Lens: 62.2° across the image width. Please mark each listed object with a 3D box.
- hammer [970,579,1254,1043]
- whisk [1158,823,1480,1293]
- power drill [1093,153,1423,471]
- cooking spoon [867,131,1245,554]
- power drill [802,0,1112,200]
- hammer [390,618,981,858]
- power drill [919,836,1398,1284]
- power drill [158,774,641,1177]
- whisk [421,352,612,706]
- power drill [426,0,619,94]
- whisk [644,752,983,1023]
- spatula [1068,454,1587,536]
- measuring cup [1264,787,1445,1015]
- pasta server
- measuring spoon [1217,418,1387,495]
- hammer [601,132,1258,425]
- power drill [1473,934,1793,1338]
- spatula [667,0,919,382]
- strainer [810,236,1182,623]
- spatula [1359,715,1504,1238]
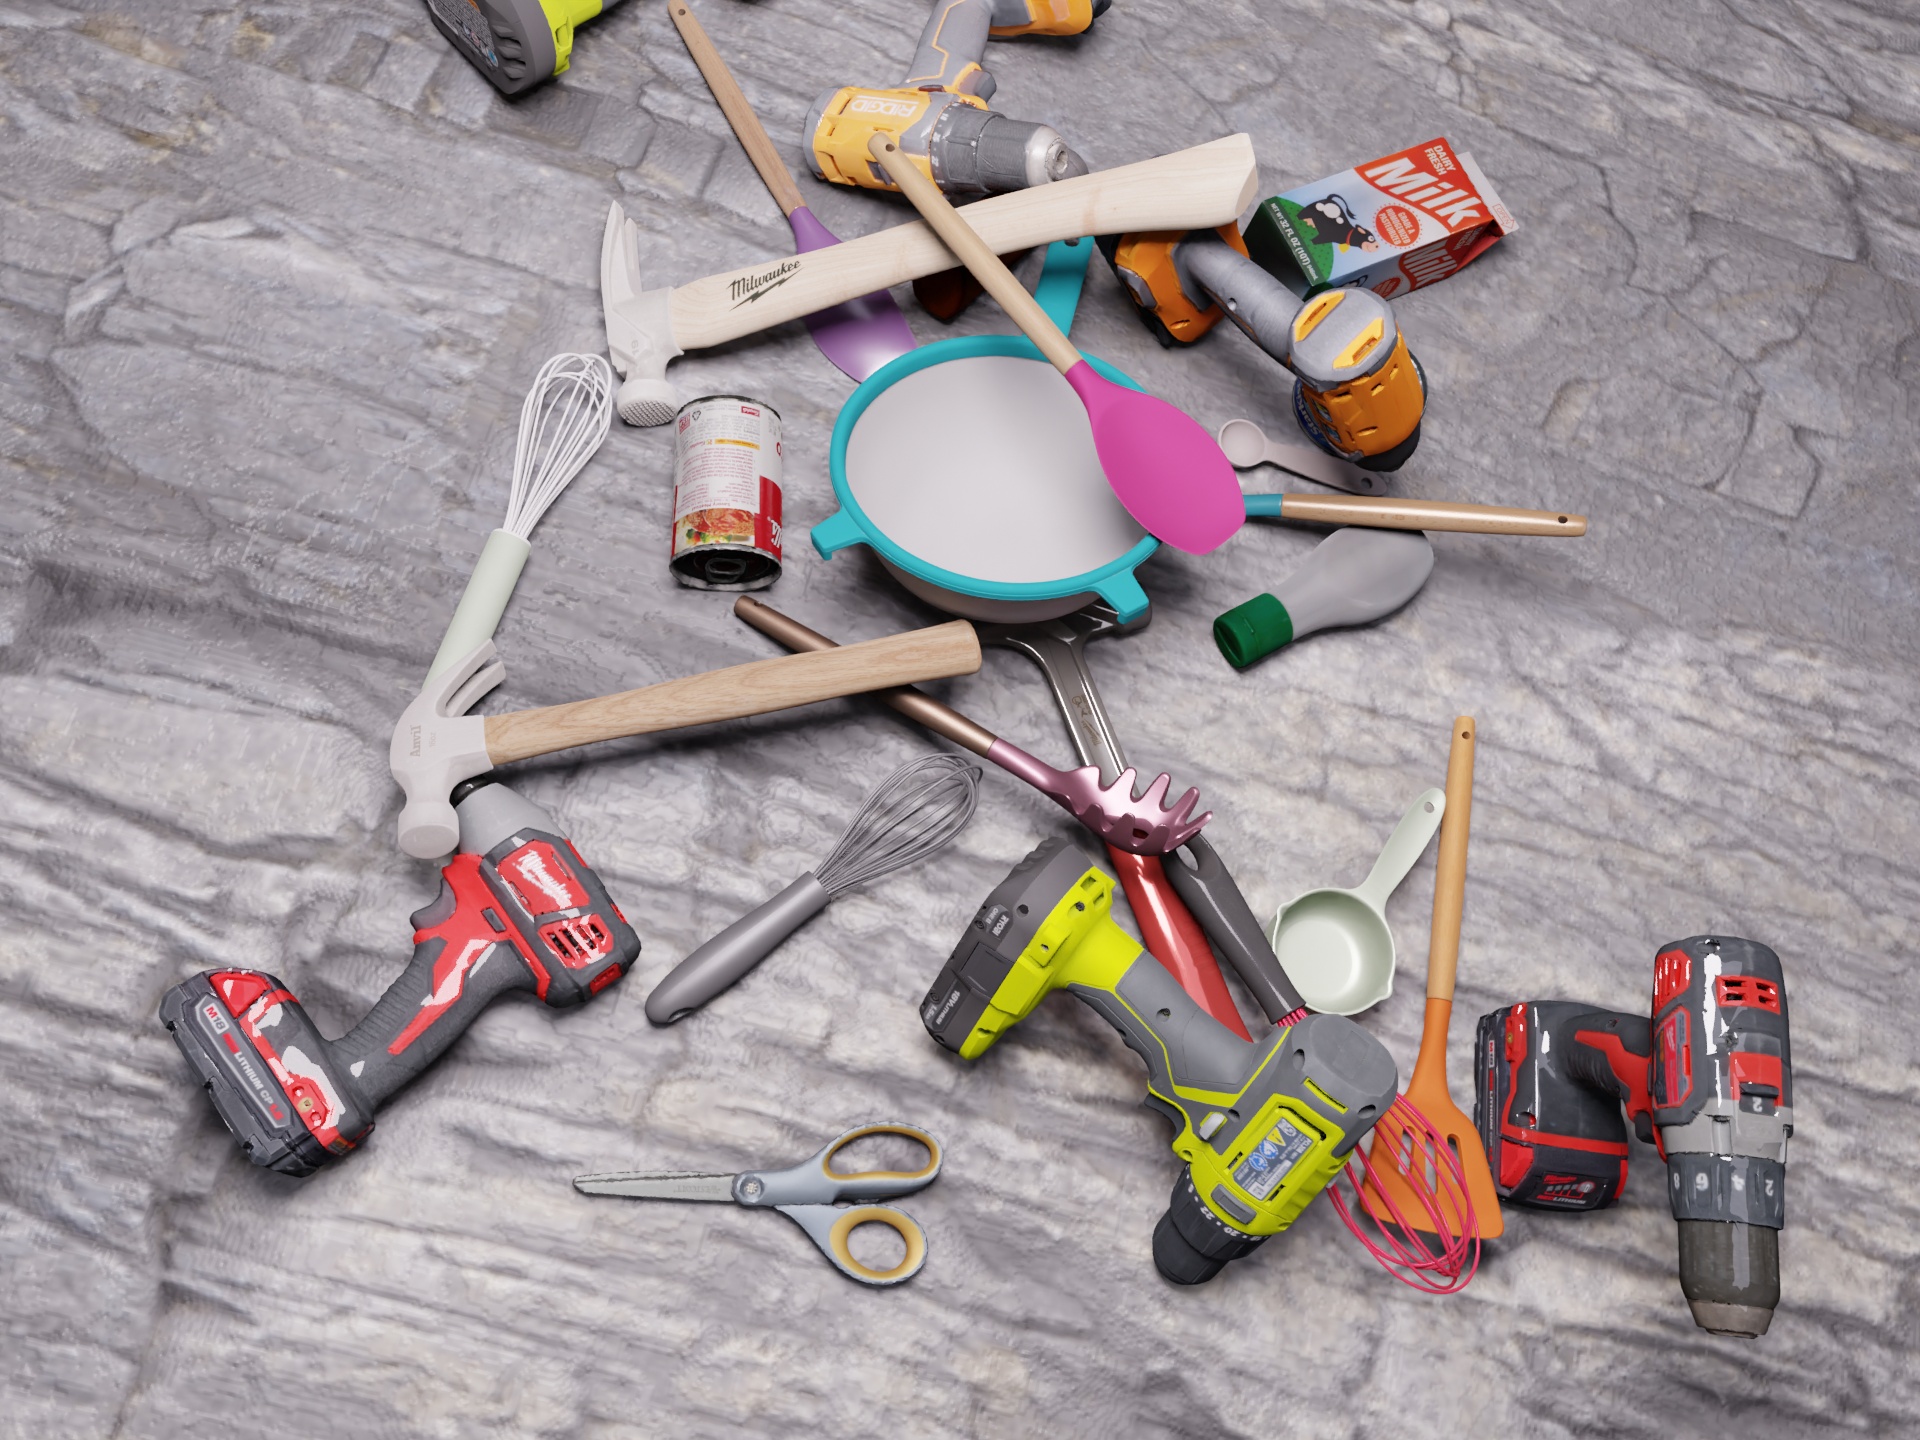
[{"bbox_3d":[0.103,0.093,0.952,0.149,0.036,0.359,-18,76,-13],"label":"hammer"},{"bbox_3d":[0.194,0.181,0.890,0.073,0.073,0.296,-26,72,-15],"label":"whisk"},{"bbox_3d":[0.196,-0.244,0.998,0.084,0.164,0.227,-45,58,4],"label":"power drill"},{"bbox_3d":[0.050,-0.223,0.922,0.069,0.017,0.319,-38,83,-13],"label":"cooking spoon"},{"bbox_3d":[0.022,-0.437,1.052,0.185,0.084,0.226,19,69,29],"label":"power drill"},{"bbox_3d":[-0.152,-0.013,0.902,0.331,0.031,0.130,-12,49,-9],"label":"hammer"},{"bbox_3d":[0.096,0.190,0.864,0.228,0.190,0.080,37,33,12],"label":"power drill"},{"bbox_3d":[-0.300,0.132,0.860,0.219,0.078,0.143,-34,81,-19],"label":"power drill"},{"bbox_3d":[-0.269,-0.116,0.960,0.059,0.057,0.246,9,71,31],"label":"whisk"},{"bbox_3d":[-0.246,-0.525,1.068,0.223,0.080,0.171,-36,67,-21],"label":"power drill"},{"bbox_3d":[-0.082,0.096,0.918,0.239,0.055,0.055,-37,82,-13],"label":"whisk"},{"bbox_3d":[0.230,-0.138,1.010,0.317,0.044,0.082,6,71,16],"label":"spatula"},{"bbox_3d":[0.245,0.108,0.969,0.083,0.038,0.167,38,69,4],"label":"measuring cup"},{"bbox_3d":[-0.001,-0.003,0.934,0.316,0.040,0.060,29,32,15],"label":"pasta server"},{"bbox_3d":[0.227,-0.170,1.067,0.124,0.018,0.034,15,71,-11],"label":"measuring spoon"},{"bbox_3d":[-0.026,-0.297,0.975,0.410,0.038,0.146,-12,75,11],"label":"hammer"},{"bbox_3d":[0.360,0.223,0.848,0.080,0.226,0.188,9,72,-6],"label":"power drill"},{"bbox_3d":[-0.123,-0.360,1.068,0.060,0.018,0.316,-28,79,-4],"label":"spatula"},{"bbox_3d":[0.039,-0.181,1.008,0.211,0.095,0.341,12,54,4],"label":"strainer"},{"bbox_3d":[0.295,0.144,0.962,0.081,0.041,0.323,9,70,7],"label":"spatula"}]
